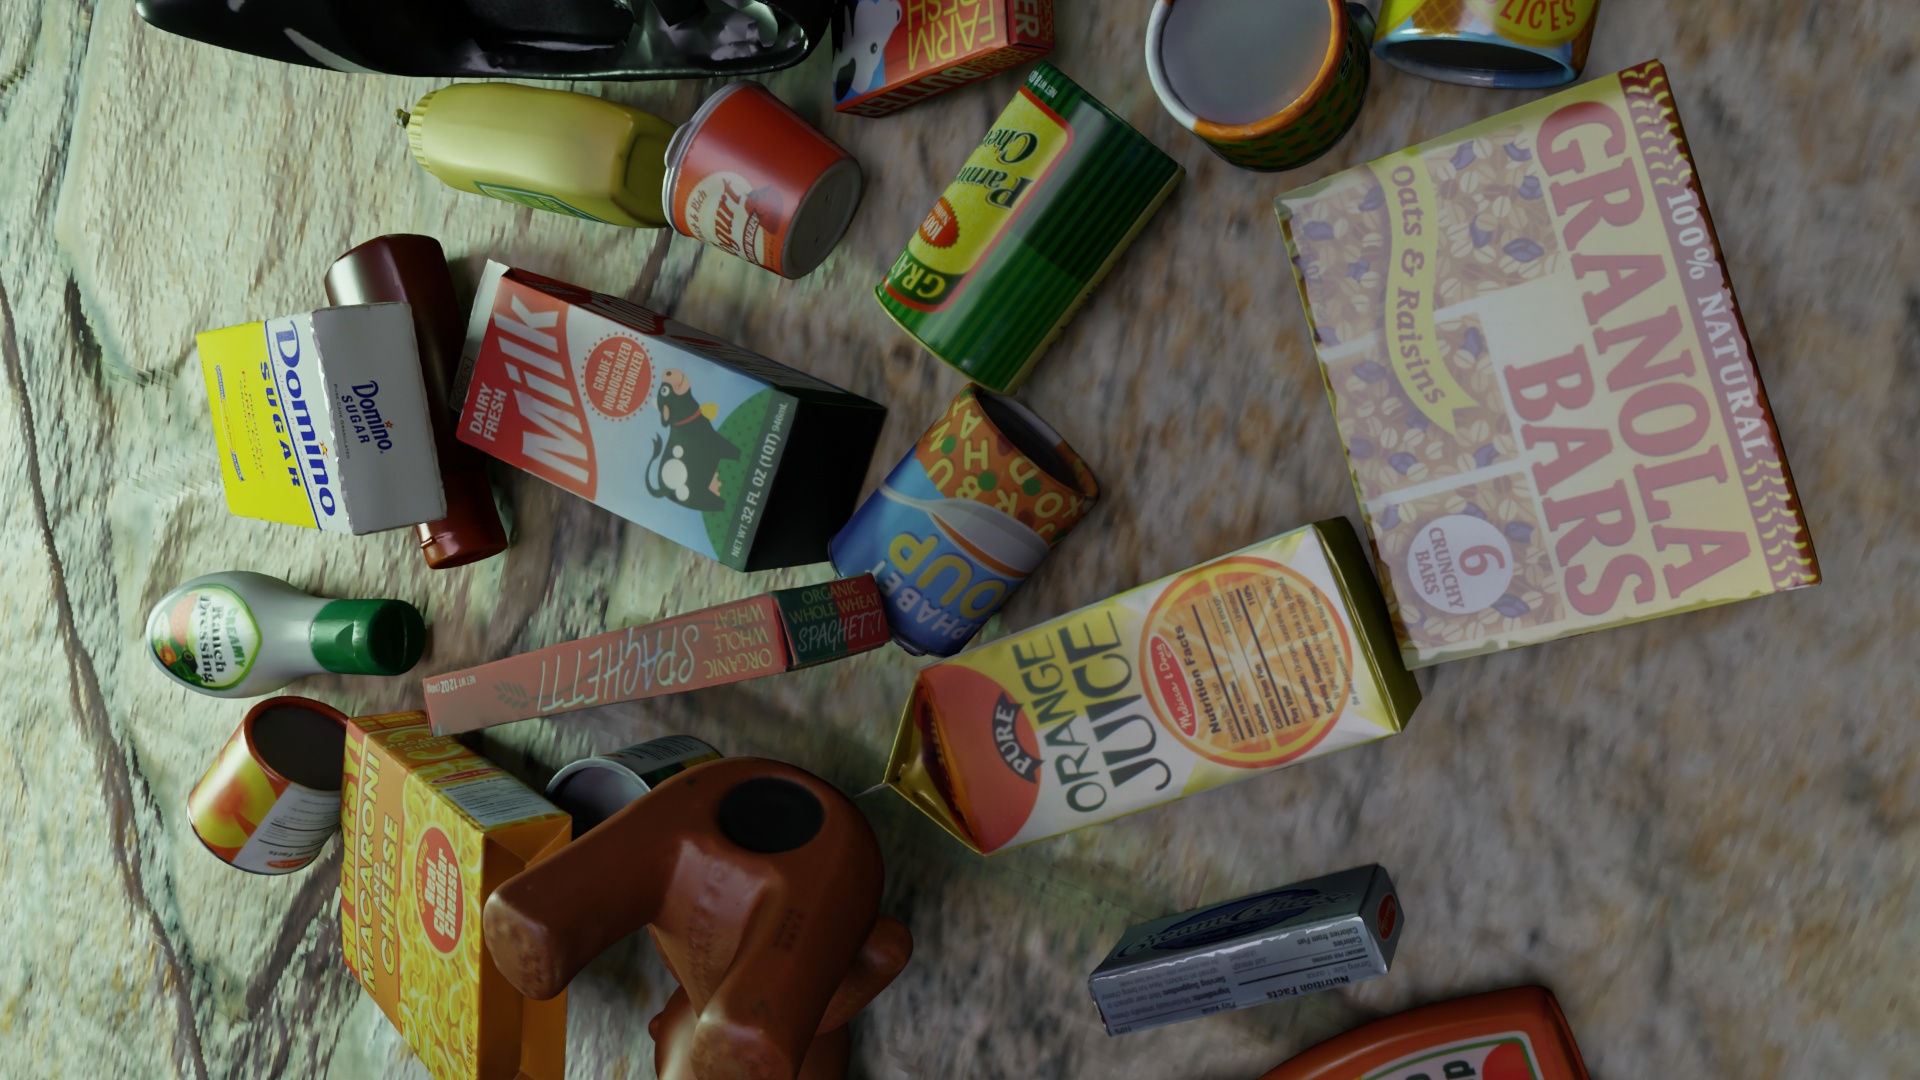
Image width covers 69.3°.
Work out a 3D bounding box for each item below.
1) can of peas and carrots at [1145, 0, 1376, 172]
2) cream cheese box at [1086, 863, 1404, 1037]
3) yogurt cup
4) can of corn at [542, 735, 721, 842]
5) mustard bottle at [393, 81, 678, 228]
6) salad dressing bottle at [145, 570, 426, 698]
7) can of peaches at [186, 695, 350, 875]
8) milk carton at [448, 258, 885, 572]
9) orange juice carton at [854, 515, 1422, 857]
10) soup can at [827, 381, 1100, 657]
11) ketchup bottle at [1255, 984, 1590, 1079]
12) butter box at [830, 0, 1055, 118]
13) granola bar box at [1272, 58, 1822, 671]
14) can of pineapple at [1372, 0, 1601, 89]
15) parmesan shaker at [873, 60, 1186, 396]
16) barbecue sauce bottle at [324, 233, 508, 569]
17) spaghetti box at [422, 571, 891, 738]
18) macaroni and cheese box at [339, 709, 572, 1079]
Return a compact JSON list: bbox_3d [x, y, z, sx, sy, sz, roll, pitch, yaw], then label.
[{"bbox_3d":[0.104,-0.165,0.473,0.071,0.059,0.071,2,94,24],"label":"can of peas and carrots"},{"bbox_3d":[0.101,0.145,0.492,0.103,0.053,0.024,-22,86,23],"label":"cream cheese box"},{"bbox_3d":[-0.076,-0.140,0.552,0.054,0.072,0.072,32,105,11],"label":"yogurt cup"},{"bbox_3d":[-0.135,0.122,0.591,0.071,0.058,0.071,1,93,24],"label":"can of corn"},{"bbox_3d":[-0.190,-0.170,0.603,0.160,0.065,0.048,17,93,28],"label":"mustard bottle"},{"bbox_3d":[-0.331,0.046,0.682,0.147,0.044,0.064,-1,91,24],"label":"salad dressing bottle"},{"bbox_3d":[-0.328,0.116,0.671,0.071,0.071,0.058,46,109,15],"label":"can of peaches"},{"bbox_3d":[-0.136,-0.056,0.575,0.191,0.073,0.072,24,102,21],"label":"milk carton"},{"bbox_3d":[0.056,0.058,0.497,0.192,0.072,0.073,-22,83,23],"label":"orange juice carton"},{"bbox_3d":[0.002,-0.007,0.519,0.071,0.071,0.083,47,109,15],"label":"soup can"},{"bbox_3d":[0.140,0.201,0.483,0.148,0.043,0.065,-22,84,24],"label":"ketchup bottle"},{"bbox_3d":[-0.010,-0.196,0.520,0.103,0.024,0.053,0,93,48],"label":"butter box"},{"bbox_3d":[0.186,-0.052,0.453,0.124,0.039,0.165,-16,86,24],"label":"granola bar box"},{"bbox_3d":[0.170,-0.179,0.438,0.071,0.071,0.057,14,99,22],"label":"can of pineapple"},{"bbox_3d":[0.024,-0.114,0.509,0.071,0.071,0.102,43,107,16],"label":"parmesan shaker"},{"bbox_3d":[-0.248,-0.062,0.641,0.064,0.044,0.148,-21,85,36],"label":"barbecue sauce bottle"},{"bbox_3d":[-0.131,0.049,0.553,0.249,0.050,0.028,-14,87,41],"label":"spaghetti box"},{"bbox_3d":[-0.224,0.154,0.603,0.166,0.040,0.123,14,103,48],"label":"macaroni and cheese box"}]
